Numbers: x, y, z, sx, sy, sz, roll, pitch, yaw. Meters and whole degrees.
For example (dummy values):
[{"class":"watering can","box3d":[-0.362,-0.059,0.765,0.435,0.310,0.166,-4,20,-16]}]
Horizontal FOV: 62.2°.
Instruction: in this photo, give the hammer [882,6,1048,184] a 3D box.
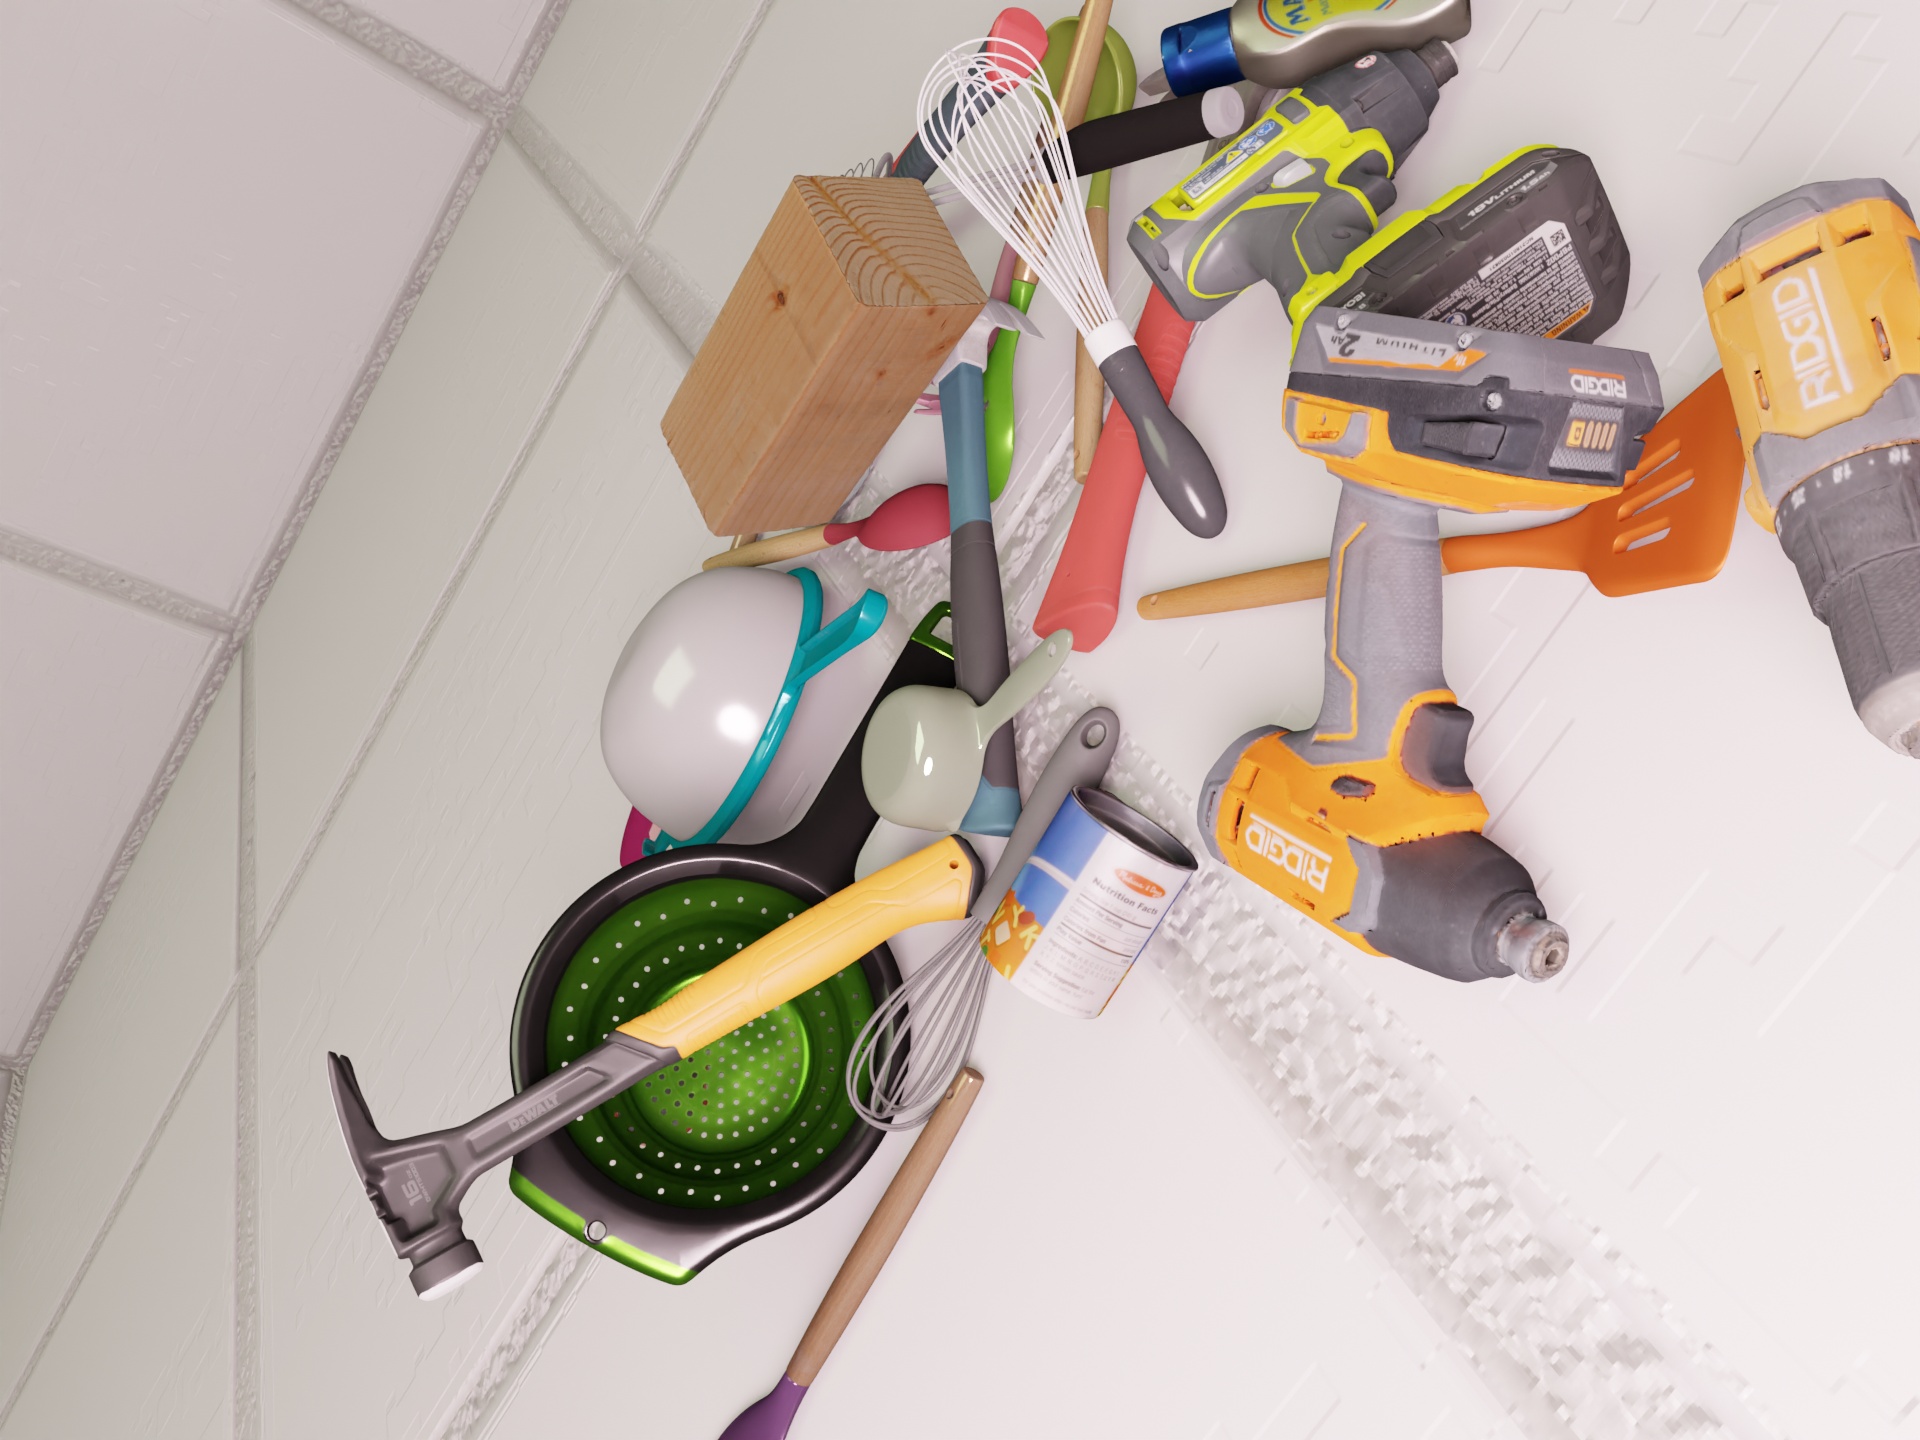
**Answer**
[{"class":"hammer","box3d":[-0.051,-0.379,1.130,0.386,0.038,0.143,-31,44,56]}]

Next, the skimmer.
[{"class":"skimmer","box3d":[0.025,-0.290,0.910,0.363,0.090,0.127,3,73,46]}]

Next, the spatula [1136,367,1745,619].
[{"class":"spatula","box3d":[0.179,-0.069,0.660,0.323,0.041,0.081,-6,66,54]}]

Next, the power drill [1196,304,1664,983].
[{"class":"power drill","box3d":[0.169,-0.024,0.566,0.164,0.084,0.226,34,120,56]}]

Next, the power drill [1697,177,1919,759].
[{"class":"power drill","box3d":[0.324,-0.100,0.418,0.226,0.084,0.185,-24,52,40]}]

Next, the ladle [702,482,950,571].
[{"class":"ladle","box3d":[-0.099,-0.122,1.078,0.069,0.031,0.315,-41,21,-30]}]

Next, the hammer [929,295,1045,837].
[{"class":"hammer","box3d":[0.006,-0.091,0.878,0.128,0.033,0.331,-33,55,51]}]

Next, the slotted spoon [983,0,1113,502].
[{"class":"slotted spoon","box3d":[0.043,-0.283,0.931,0.070,0.031,0.313,34,111,57]}]

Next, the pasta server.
[{"class":"pasta server","box3d":[0.037,-0.335,1.033,0.060,0.040,0.316,-9,61,63]}]

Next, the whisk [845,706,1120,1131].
[{"class":"whisk","box3d":[0.013,0.097,0.787,0.239,0.055,0.055,-60,33,1]}]

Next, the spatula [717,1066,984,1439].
[{"class":"spatula","box3d":[-0.070,0.306,0.796,0.316,0.018,0.060,-61,32,10]}]

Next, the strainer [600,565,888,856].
[{"class":"strainer","box3d":[-0.152,-0.037,1.002,0.340,0.095,0.211,-27,43,60]}]

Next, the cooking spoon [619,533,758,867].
[{"class":"cooking spoon","box3d":[-0.198,-0.039,1.197,0.069,0.017,0.319,6,76,58]}]

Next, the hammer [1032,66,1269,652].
[{"class":"hammer","box3d":[0.104,-0.210,0.860,0.149,0.036,0.359,6,74,56]}]

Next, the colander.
[{"class":"colander","box3d":[-0.093,0.109,0.884,0.397,0.204,0.094,-60,-5,-20]}]

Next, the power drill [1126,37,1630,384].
[{"class":"power drill","box3d":[0.183,-0.220,0.703,0.171,0.080,0.223,-36,37,11]}]

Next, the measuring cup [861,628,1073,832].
[{"class":"measuring cup","box3d":[-0.001,-0.003,0.794,0.167,0.038,0.083,-44,46,48]}]

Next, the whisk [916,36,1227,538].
[{"class":"whisk","box3d":[0.059,-0.215,0.794,0.070,0.070,0.285,-32,82,41]}]

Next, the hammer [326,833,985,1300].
[{"class":"hammer","box3d":[-0.140,0.143,0.795,0.127,0.337,0.034,58,167,13]}]

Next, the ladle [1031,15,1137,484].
[{"class":"ladle","box3d":[0.069,-0.282,0.939,0.078,0.062,0.320,-35,45,56]}]
